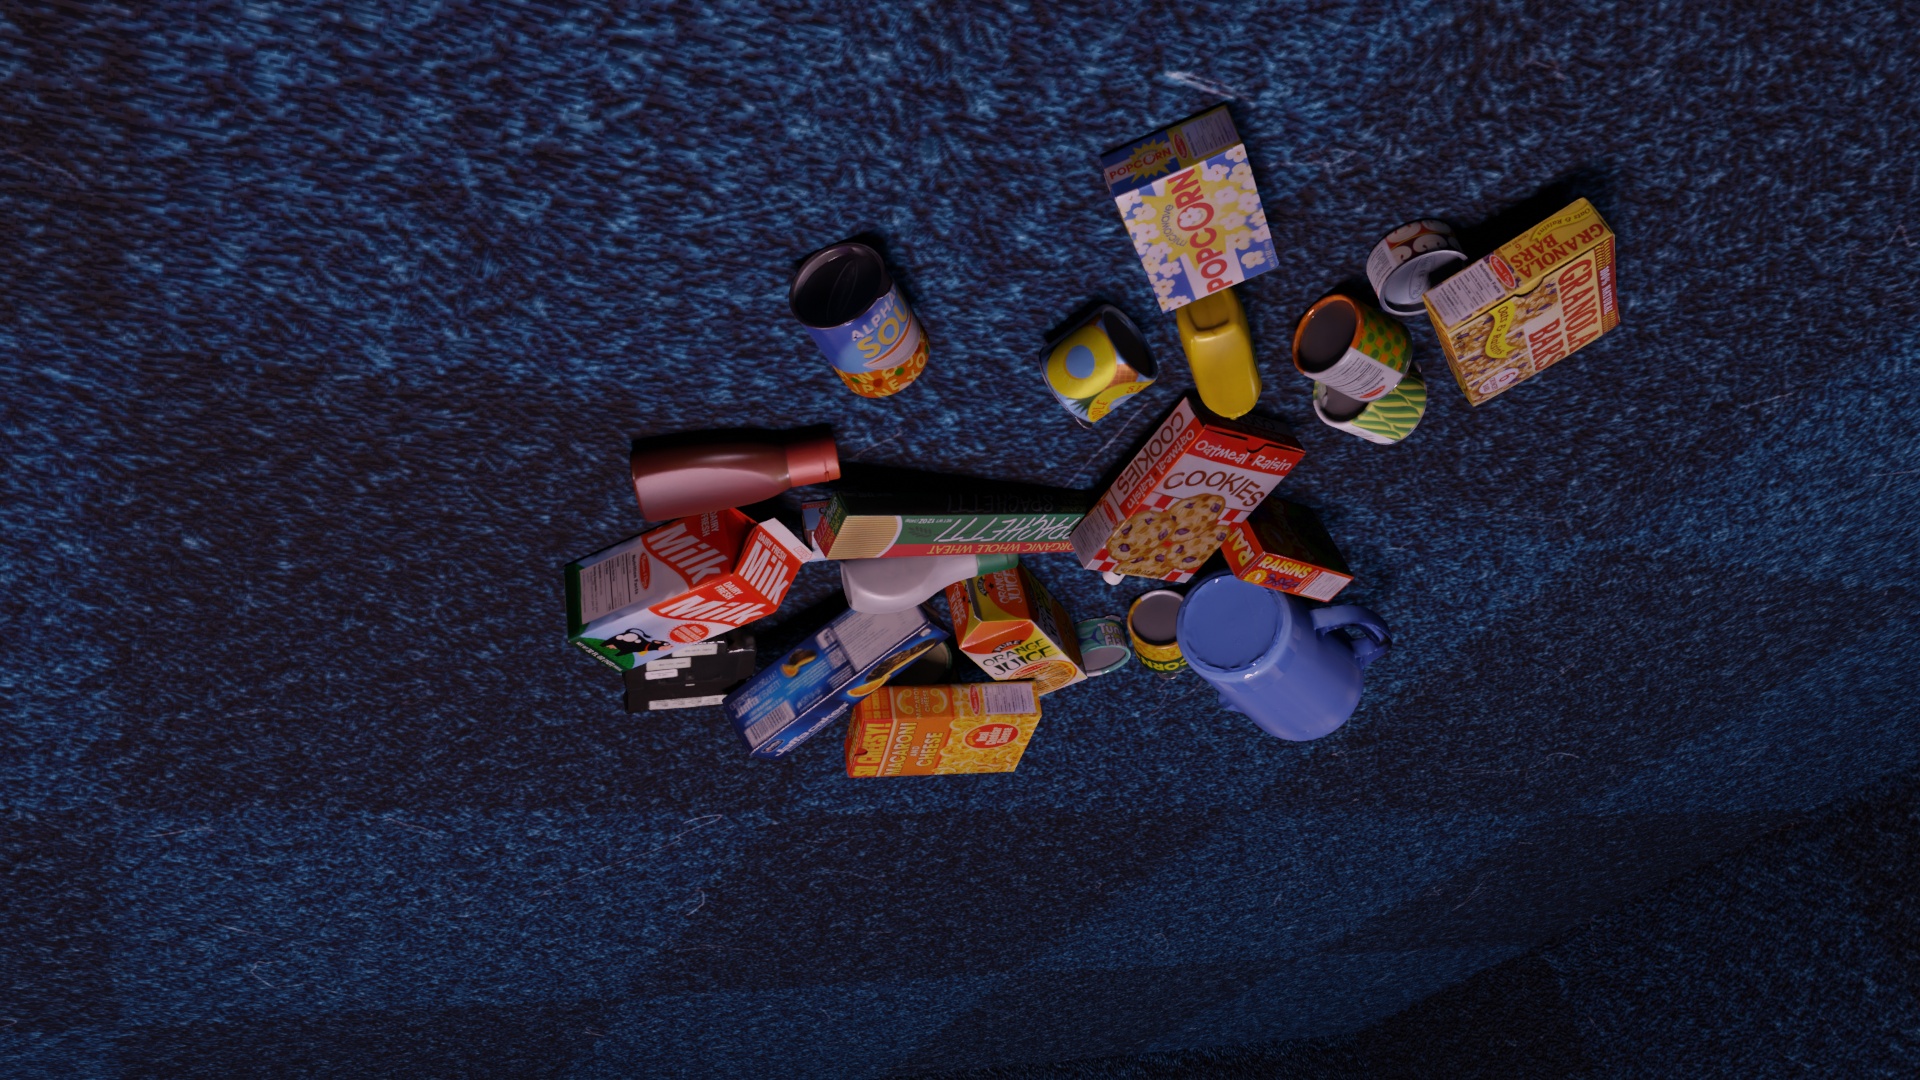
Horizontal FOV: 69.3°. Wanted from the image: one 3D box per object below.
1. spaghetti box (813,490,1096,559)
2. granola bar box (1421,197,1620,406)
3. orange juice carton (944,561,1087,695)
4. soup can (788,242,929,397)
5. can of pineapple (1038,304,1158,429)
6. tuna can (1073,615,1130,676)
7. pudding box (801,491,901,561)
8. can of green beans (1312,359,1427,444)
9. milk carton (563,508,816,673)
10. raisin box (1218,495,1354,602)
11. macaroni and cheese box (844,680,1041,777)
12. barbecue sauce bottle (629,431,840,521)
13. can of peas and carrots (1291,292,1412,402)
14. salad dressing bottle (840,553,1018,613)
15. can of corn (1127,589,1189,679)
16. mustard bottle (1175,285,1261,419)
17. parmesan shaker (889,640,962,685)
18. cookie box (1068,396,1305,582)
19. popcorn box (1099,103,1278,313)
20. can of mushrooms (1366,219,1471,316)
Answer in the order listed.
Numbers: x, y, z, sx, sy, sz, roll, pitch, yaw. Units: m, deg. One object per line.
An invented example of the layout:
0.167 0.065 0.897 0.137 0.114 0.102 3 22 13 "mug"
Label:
0.004 -0.014 1.119 0.251 0.029 0.050 -1 138 -34 "spaghetti box"
0.415 -0.168 1.019 0.124 0.039 0.165 -32 155 16 "granola bar box"
0.044 0.076 1.271 0.073 0.072 0.192 -23 147 15 "orange juice carton"
-0.061 -0.141 0.900 0.071 0.071 0.083 -20 148 11 "soup can"
0.099 -0.124 0.985 0.057 0.071 0.071 -34 142 30 "can of pineapple"
0.137 0.106 1.387 0.071 0.033 0.070 -9 148 -6 "tuna can"
-0.086 -0.011 1.129 0.084 0.030 0.049 -7 146 -10 "pudding box"
0.318 -0.114 1.082 0.058 0.071 0.071 14 139 -35 "can of green beans"
-0.215 0.032 1.108 0.190 0.074 0.072 -22 146 13 "milk carton"
0.279 0.002 1.227 0.123 0.086 0.040 14 132 -37 "raisin box"
-0.019 0.179 1.310 0.167 0.040 0.123 -1 146 -13 "macaroni and cheese box"
-0.165 -0.051 1.026 0.149 0.044 0.064 -10 148 -7 "barbecue sauce bottle"
0.288 -0.144 1.024 0.059 0.071 0.070 19 136 -31 "can of peas and carrots"
-0.025 0.021 1.175 0.148 0.064 0.043 -12 151 -13 "salad dressing bottle"
0.198 0.091 1.351 0.071 0.071 0.058 -17 147 6 "can of corn"
0.193 -0.130 1.019 0.049 0.065 0.160 -15 154 13 "mustard bottle"
-0.034 0.141 1.345 0.071 0.071 0.102 -14 148 2 "parmesan shaker"
0.187 -0.037 1.148 0.123 0.040 0.166 9 132 -37 "cookie box"
0.150 -0.210 0.898 0.085 0.038 0.126 -21 147 12 "popcorn box"
0.328 -0.195 0.992 0.071 0.033 0.070 -9 147 -6 "can of mushrooms"
